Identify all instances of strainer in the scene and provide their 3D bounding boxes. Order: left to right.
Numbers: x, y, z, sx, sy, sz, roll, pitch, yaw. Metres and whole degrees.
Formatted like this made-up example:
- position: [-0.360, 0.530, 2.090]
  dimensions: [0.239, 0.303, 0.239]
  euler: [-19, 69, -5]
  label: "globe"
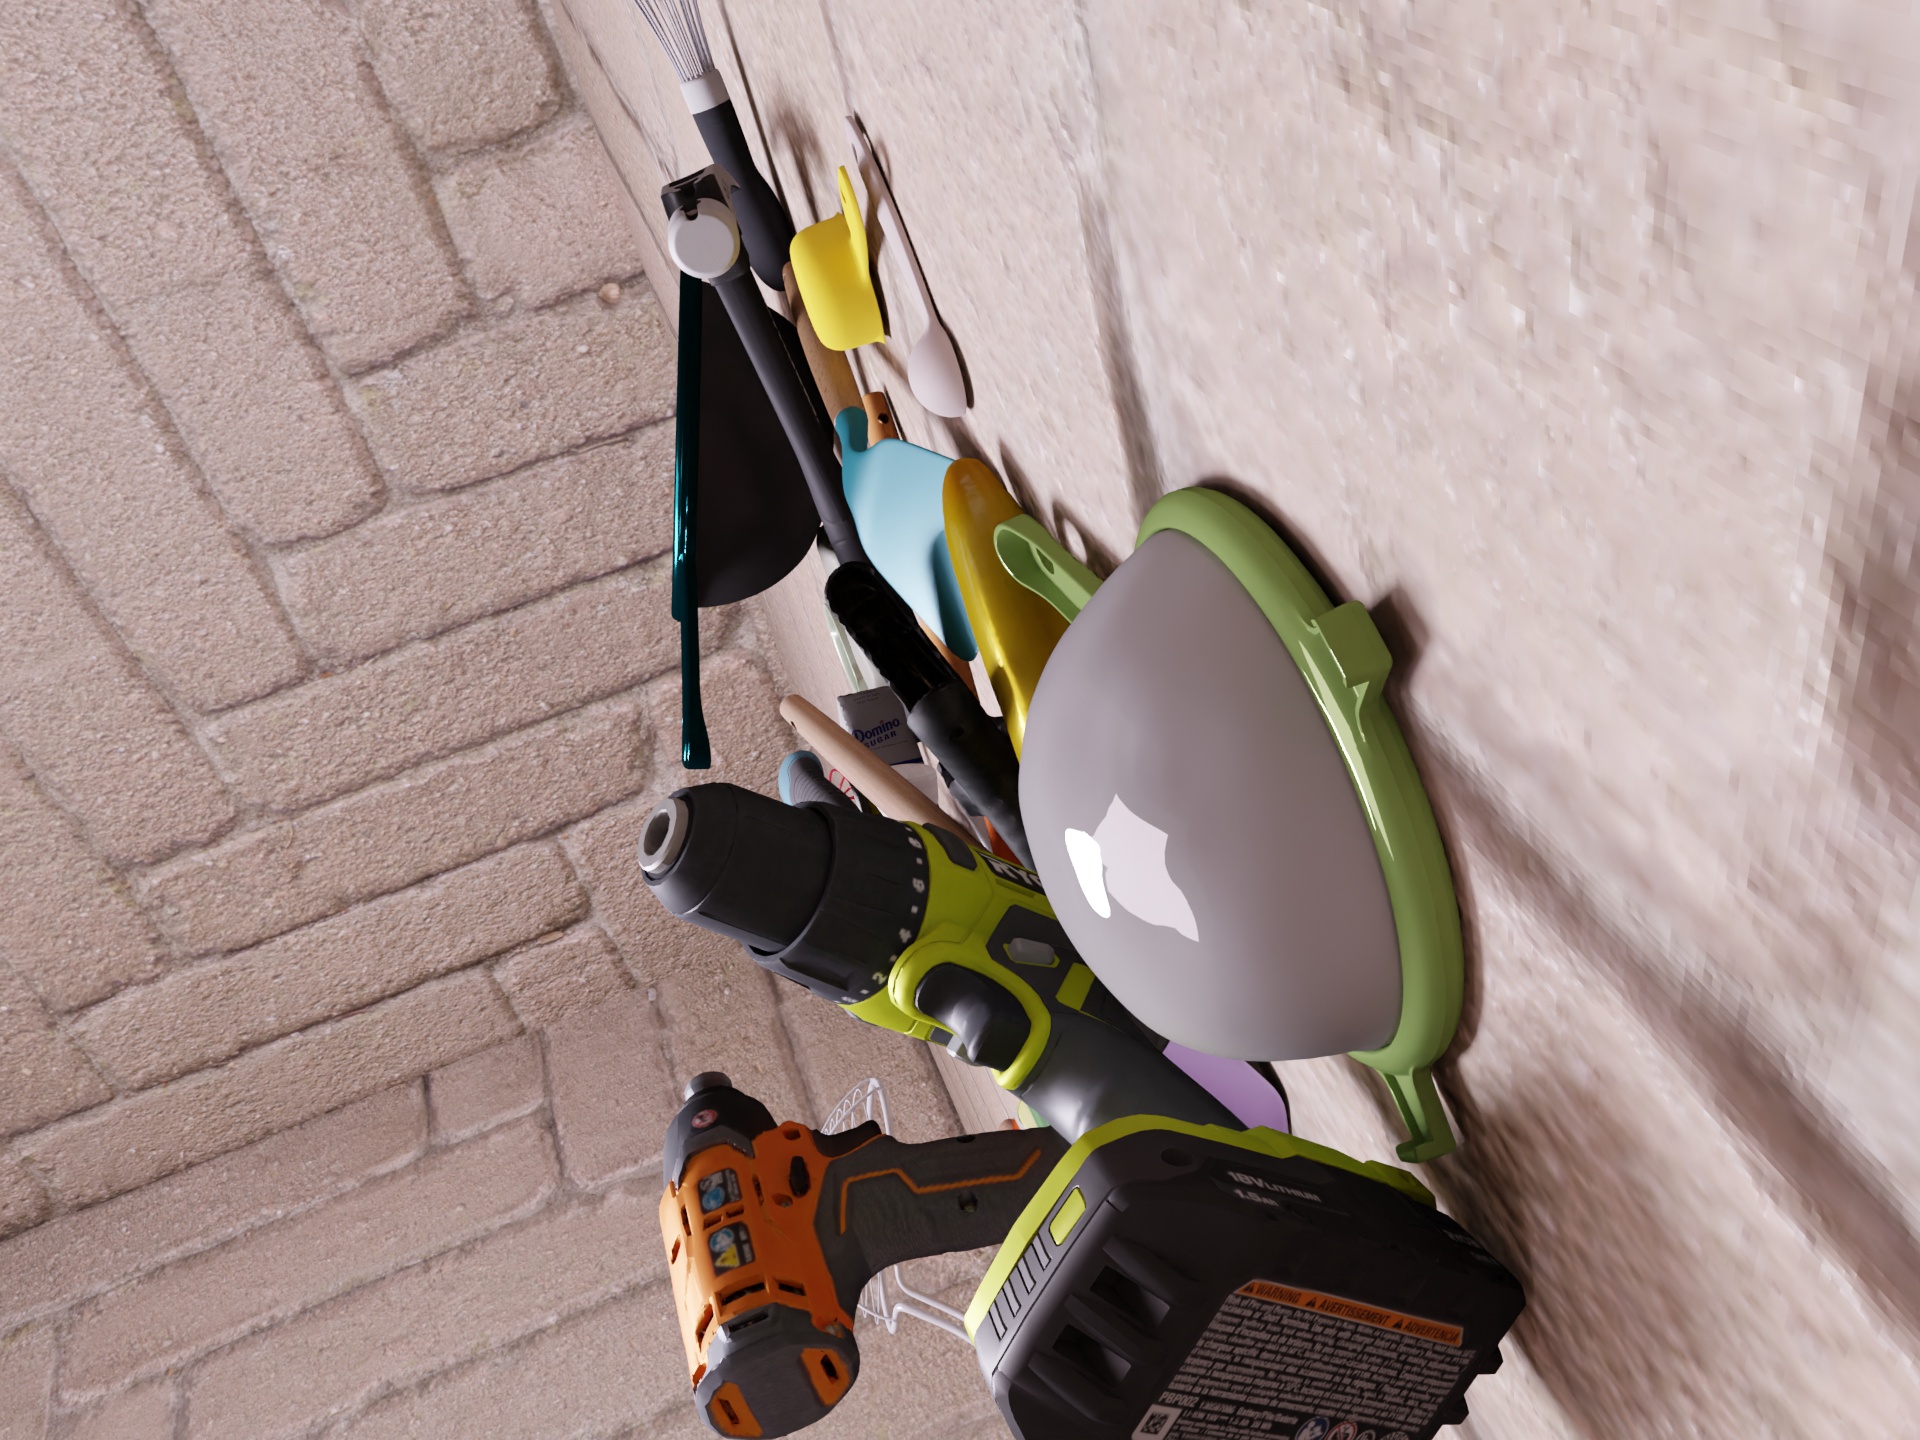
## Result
- position: [-0.119, -0.113, 0.922]
  dimensions: [0.210, 0.095, 0.341]
  euler: [105, 162, -51]
  label: "strainer"
- position: [0.036, 0.002, 0.431]
  dimensions: [0.257, 0.069, 0.151]
  euler: [-126, 17, -58]
  label: "strainer"

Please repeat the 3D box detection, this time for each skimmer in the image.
- position: [0.056, 0.290, 0.749]
  dimensions: [0.363, 0.090, 0.127]
  euler: [21, 121, 36]
  label: "skimmer"

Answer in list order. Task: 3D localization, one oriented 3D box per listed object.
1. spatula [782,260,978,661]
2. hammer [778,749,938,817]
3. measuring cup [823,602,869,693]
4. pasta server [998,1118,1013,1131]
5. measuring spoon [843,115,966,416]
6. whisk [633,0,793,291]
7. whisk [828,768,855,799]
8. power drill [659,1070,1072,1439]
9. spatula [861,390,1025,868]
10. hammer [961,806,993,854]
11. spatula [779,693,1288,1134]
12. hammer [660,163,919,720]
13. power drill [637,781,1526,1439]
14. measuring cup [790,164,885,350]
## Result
- position: [-0.044, -0.146, 0.730]
  dimensions: [0.318, 0.044, 0.082]
  euler: [-111, 25, -50]
  label: "spatula"
- position: [-0.060, 0.063, 0.877]
  dimensions: [0.331, 0.033, 0.128]
  euler: [-152, 55, -72]
  label: "hammer"
- position: [-0.056, -0.018, 1.165]
  dimensions: [0.083, 0.038, 0.167]
  euler: [-124, 13, -59]
  label: "measuring cup"
- position: [0.085, 0.291, 0.838]
  dimensions: [0.316, 0.040, 0.060]
  euler: [-148, 52, -62]
  label: "pasta server"
- position: [-0.027, -0.171, 0.601]
  dimensions: [0.034, 0.018, 0.124]
  euler: [124, 125, -81]
  label: "measuring spoon"
- position: [-0.145, -0.354, 0.814]
  dimensions: [0.070, 0.070, 0.284]
  euler: [-125, 12, -62]
  label: "whisk"
- position: [-0.059, 0.081, 1.150]
  dimensions: [0.296, 0.073, 0.073]
  euler: [-156, 45, -72]
  label: "whisk"
- position: [-0.014, 0.175, 0.653]
  dimensions: [0.164, 0.226, 0.084]
  euler: [-121, 13, -53]
  label: "power drill"
- position: [-0.001, -0.002, 0.776]
  dimensions: [0.041, 0.081, 0.322]
  euler: [-21, 85, 69]
  label: "spatula"
- position: [0.013, 0.100, 1.006]
  dimensions: [0.409, 0.036, 0.149]
  euler: [-162, 52, -81]
  label: "hammer"
- position: [0.016, 0.068, 0.643]
  dimensions: [0.316, 0.018, 0.059]
  euler: [38, 154, 40]
  label: "spatula"
- position: [-0.073, -0.133, 0.845]
  dimensions: [0.146, 0.035, 0.334]
  euler: [-108, -6, -57]
  label: "hammer"
- position: [0.019, 0.097, 0.434]
  dimensions: [0.190, 0.080, 0.229]
  euler: [25, -170, -33]
  label: "power drill"
- position: [-0.054, -0.193, 0.656]
  dimensions: [0.156, 0.029, 0.062]
  euler: [160, 90, -88]
  label: "measuring cup"
